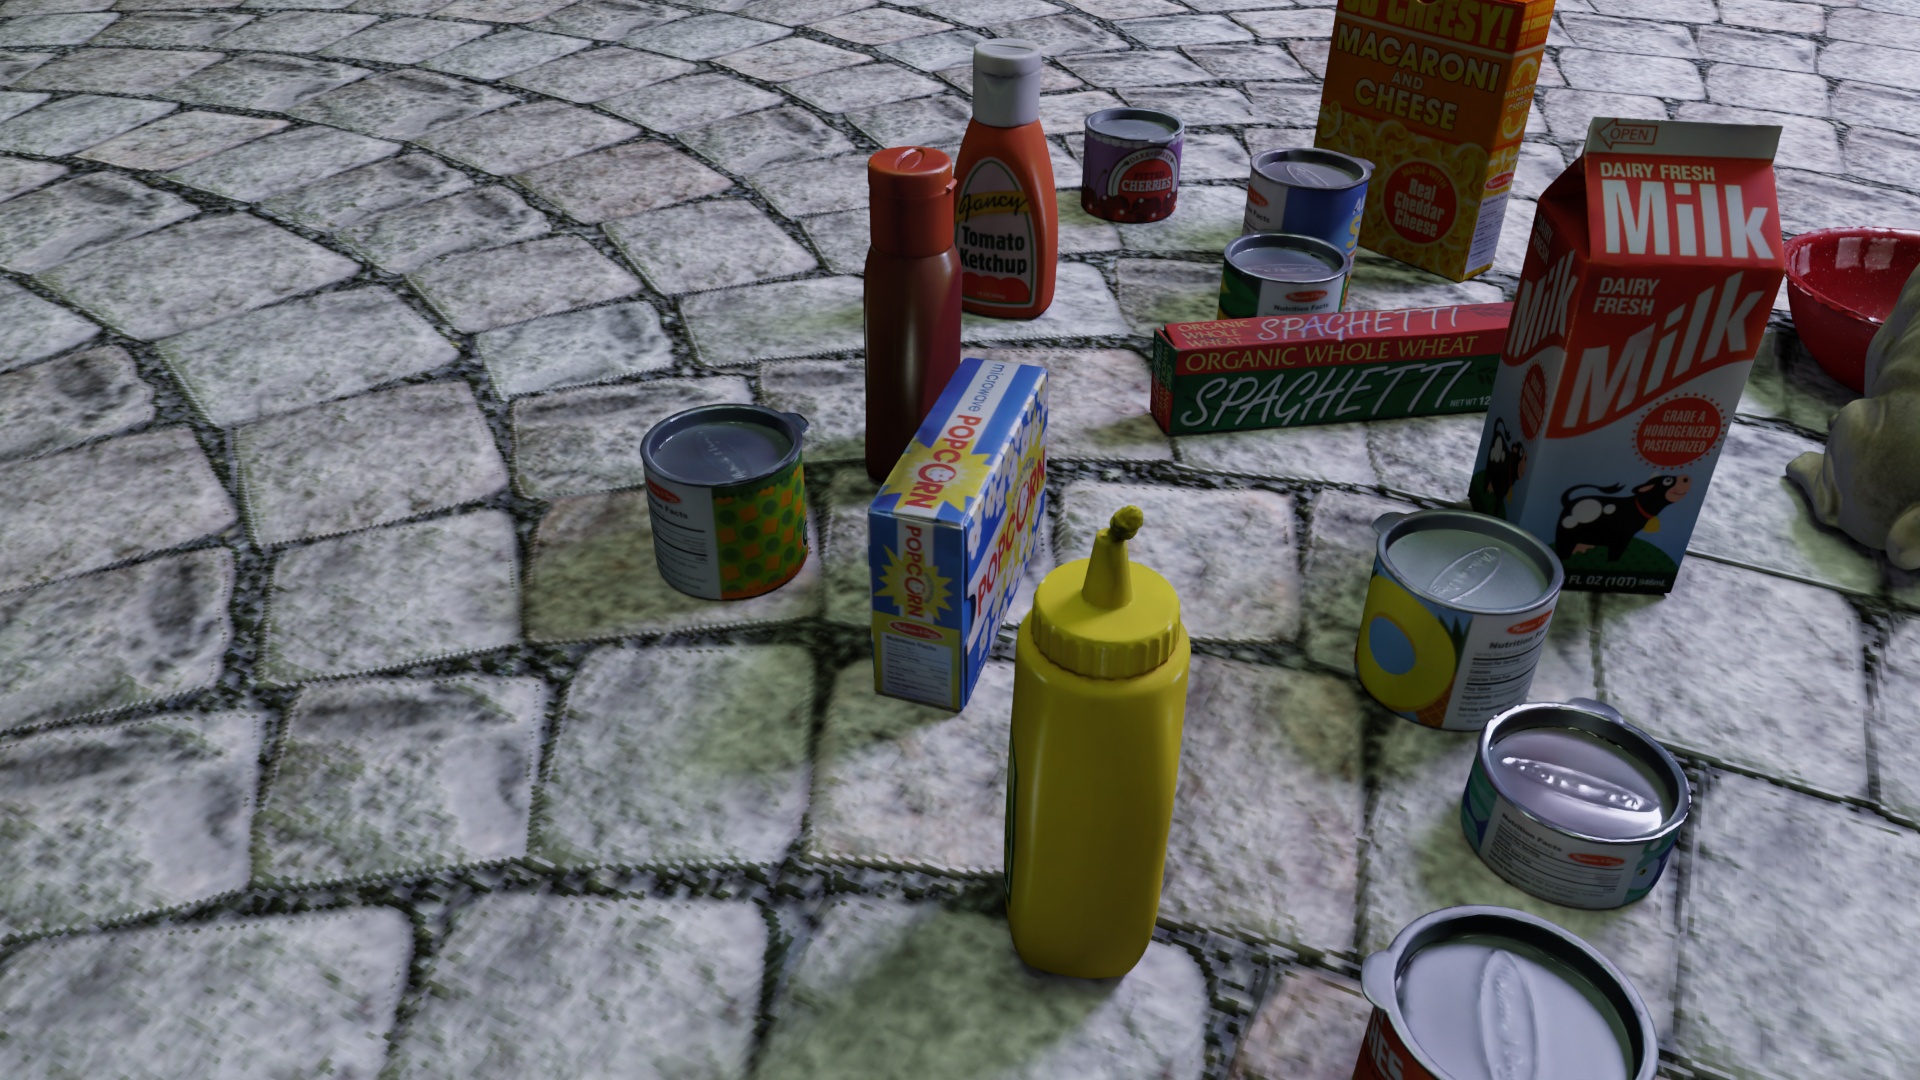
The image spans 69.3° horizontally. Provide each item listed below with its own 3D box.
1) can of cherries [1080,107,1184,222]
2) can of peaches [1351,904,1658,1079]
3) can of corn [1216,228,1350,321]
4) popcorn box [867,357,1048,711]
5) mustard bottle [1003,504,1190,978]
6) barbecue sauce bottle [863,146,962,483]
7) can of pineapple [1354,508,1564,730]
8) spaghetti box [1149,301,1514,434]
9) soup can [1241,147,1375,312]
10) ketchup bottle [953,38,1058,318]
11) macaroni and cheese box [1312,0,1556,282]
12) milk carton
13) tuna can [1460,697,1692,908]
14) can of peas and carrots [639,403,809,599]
[{"bbox_3d":[0.115,-0.250,0.929,0.071,0.058,0.072,1,34,0],"label":"can of cherries"},{"bbox_3d":[0.136,0.139,0.364,0.071,0.057,0.071,1,34,0],"label":"can of peaches"},{"bbox_3d":[0.172,-0.129,0.753,0.071,0.058,0.071,1,34,0],"label":"can of corn"},{"bbox_3d":[0.002,-0.007,0.549,0.038,0.084,0.127,10,36,13],"label":"popcorn box"},{"bbox_3d":[0.038,0.054,0.395,0.049,0.159,0.066,3,34,4],"label":"mustard bottle"},{"bbox_3d":[-0.021,-0.101,0.630,0.044,0.147,0.065,9,35,12],"label":"barbecue sauce bottle"},{"bbox_3d":[0.186,0.028,0.526,0.071,0.057,0.071,1,34,0],"label":"can of pineapple"},{"bbox_3d":[0.220,-0.090,0.705,0.250,0.050,0.029,-5,35,-9],"label":"spaghetti box"},{"bbox_3d":[0.198,-0.175,0.799,0.071,0.083,0.072,1,34,0],"label":"soup can"},{"bbox_3d":[0.024,-0.200,0.774,0.065,0.148,0.044,11,36,14],"label":"ketchup bottle"},{"bbox_3d":[0.280,-0.258,0.848,0.040,0.165,0.124,-26,42,-33],"label":"macaroni and cheese box"},{"bbox_3d":[0.267,-0.076,0.563,0.072,0.189,0.074,3,34,3],"label":"milk carton"},{"bbox_3d":[0.204,0.086,0.465,0.071,0.032,0.071,1,35,0],"label":"tuna can"},{"bbox_3d":[-0.096,-0.018,0.586,0.071,0.058,0.071,1,34,0],"label":"can of peas and carrots"}]
